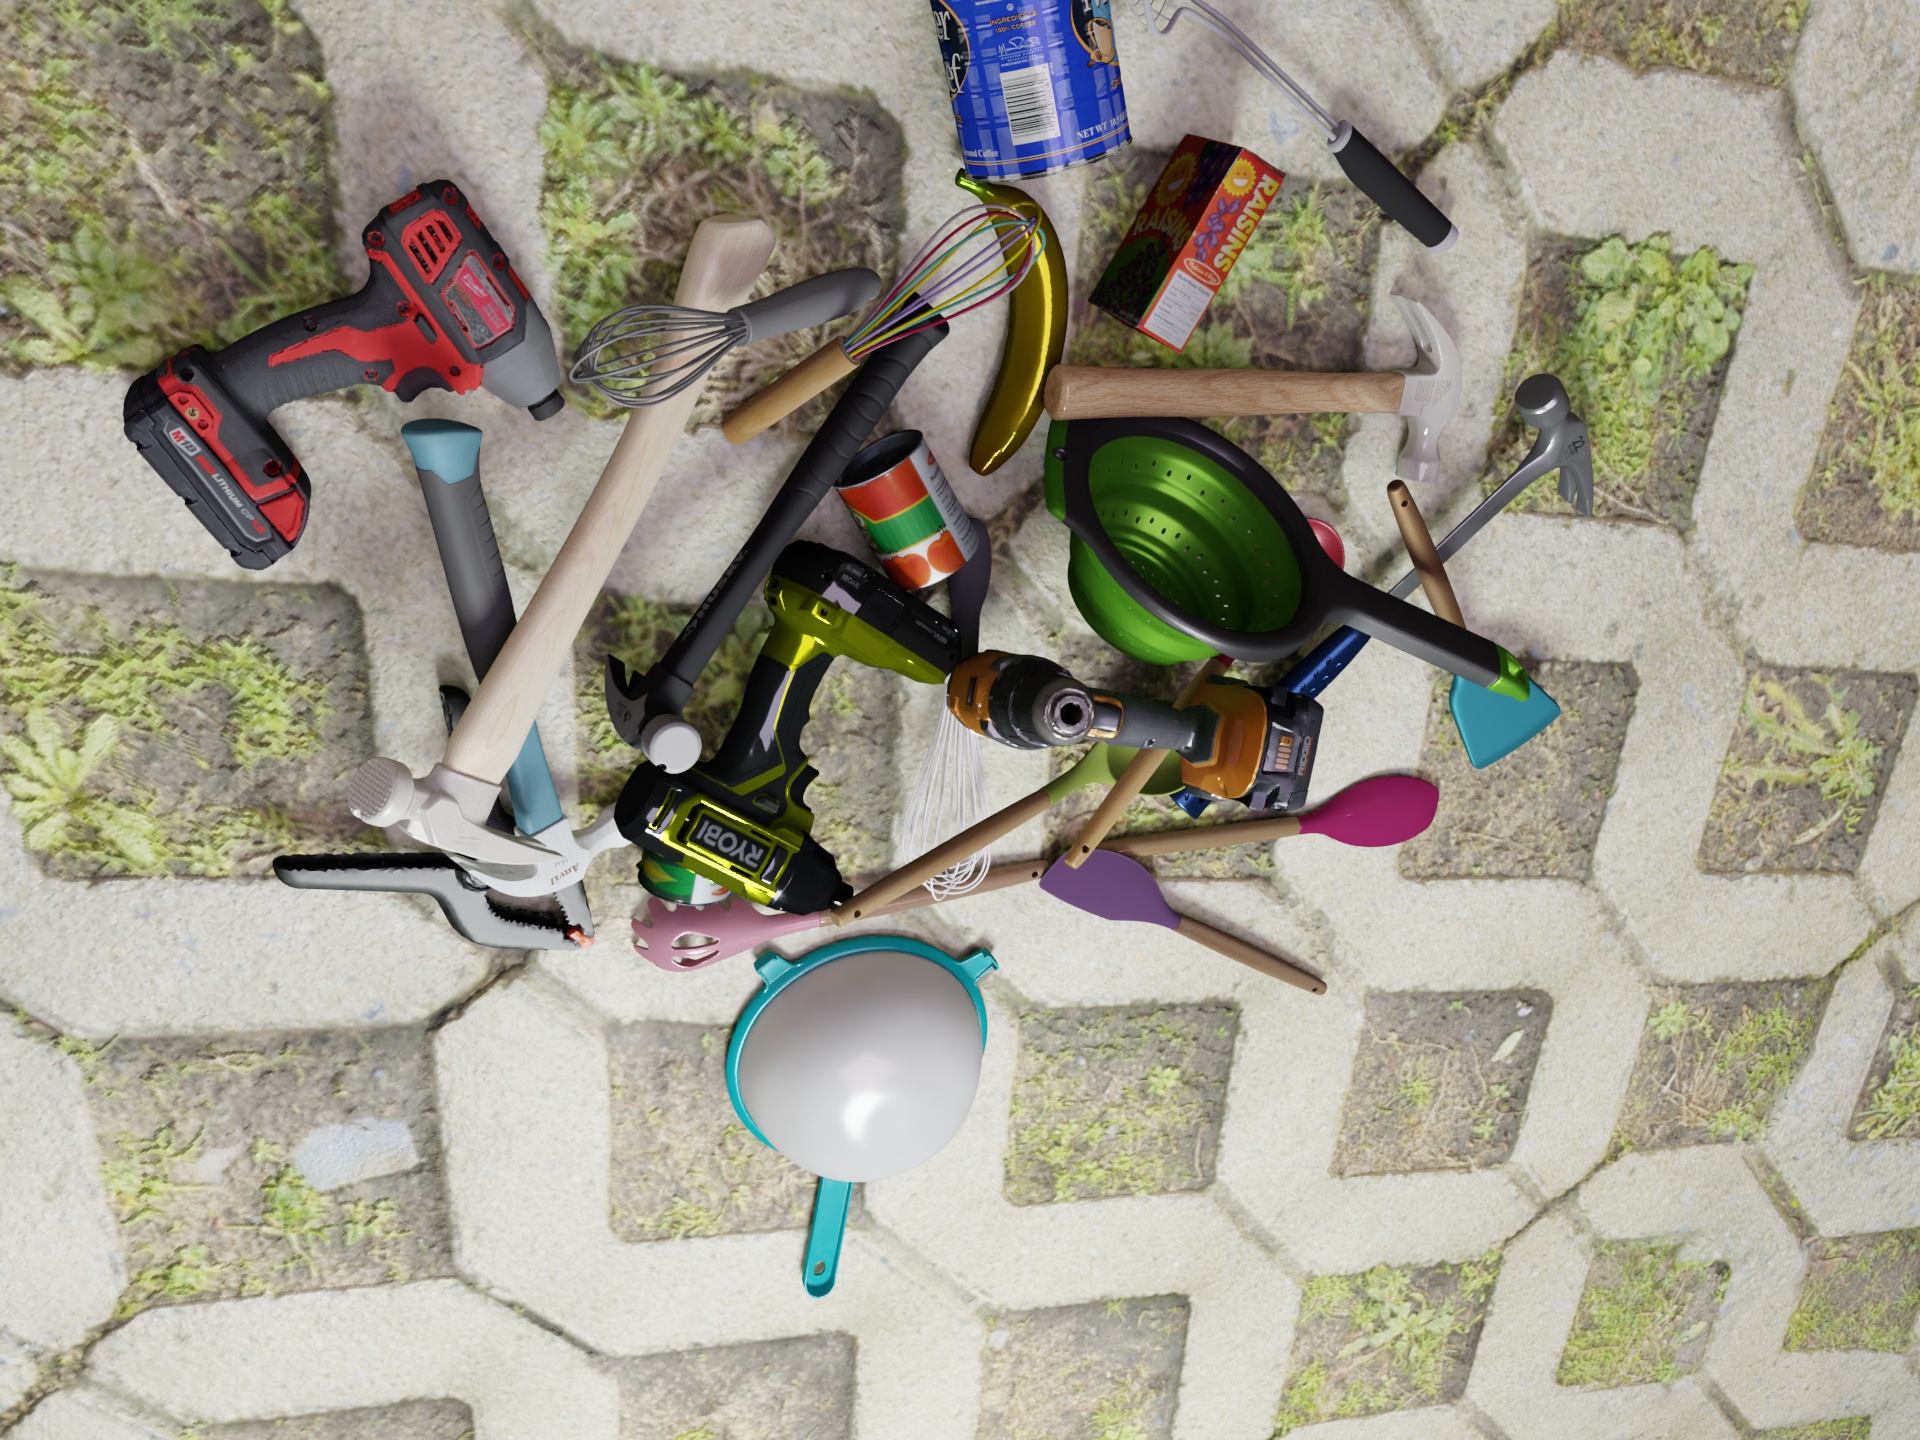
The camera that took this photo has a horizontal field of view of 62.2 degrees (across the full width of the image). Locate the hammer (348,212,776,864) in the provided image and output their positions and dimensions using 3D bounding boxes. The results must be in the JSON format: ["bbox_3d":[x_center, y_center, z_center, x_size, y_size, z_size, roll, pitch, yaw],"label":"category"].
[{"bbox_3d":[-0.208,-0.109,0.946,0.146,0.038,0.410,31,84,-56],"label":"hammer"}]

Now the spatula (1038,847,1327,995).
[{"bbox_3d":[0.193,0.169,1.290,0.315,0.018,0.059,28,115,-31],"label":"spatula"}]

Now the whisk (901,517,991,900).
[{"bbox_3d":[-0.002,-0.003,1.122,0.070,0.070,0.284,-3,111,-19],"label":"whisk"}]

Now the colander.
[{"bbox_3d":[0.212,-0.076,1.098,0.397,0.205,0.094,22,137,-17],"label":"colander"}]

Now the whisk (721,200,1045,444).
[{"bbox_3d":[-0.049,-0.235,0.953,0.245,0.047,0.051,-28,164,27],"label":"whisk"}]

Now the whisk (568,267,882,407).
[{"bbox_3d":[-0.126,-0.229,0.914,0.239,0.055,0.055,-33,128,-42],"label":"whisk"}]

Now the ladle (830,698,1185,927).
[{"bbox_3d":[0.047,0.070,1.118,0.320,0.062,0.078,-28,123,-30],"label":"ladle"}]

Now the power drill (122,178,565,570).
[{"bbox_3d":[-0.339,-0.188,0.899,0.219,0.079,0.143,-35,122,-4],"label":"power drill"}]

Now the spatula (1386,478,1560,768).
[{"bbox_3d":[0.370,-0.073,1.179,0.082,0.044,0.317,-36,137,7],"label":"spatula"}]

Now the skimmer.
[{"bbox_3d":[0.218,-0.407,0.983,0.363,0.090,0.127,29,71,-31],"label":"skimmer"}]

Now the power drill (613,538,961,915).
[{"bbox_3d":[-0.101,0.011,1.042,0.171,0.080,0.223,31,84,-30],"label":"power drill"}]

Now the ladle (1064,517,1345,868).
[{"bbox_3d":[0.172,-0.020,1.143,0.069,0.031,0.315,41,78,-11],"label":"ladle"}]

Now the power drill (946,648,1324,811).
[{"bbox_3d":[0.117,0.002,1.024,0.226,0.185,0.084,11,92,-15],"label":"power drill"}]

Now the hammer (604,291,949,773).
[{"bbox_3d":[-0.113,-0.127,0.998,0.035,0.146,0.335,35,88,-31],"label":"hammer"}]

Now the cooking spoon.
[{"bbox_3d":[0.247,0.088,1.276,0.318,0.017,0.068,-6,119,-17],"label":"cooking spoon"}]

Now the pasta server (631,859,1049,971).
[{"bbox_3d":[-0.082,0.136,1.178,0.316,0.040,0.060,-10,118,-20],"label":"pasta server"}]

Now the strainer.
[{"bbox_3d":[-0.078,0.335,1.234,0.211,0.095,0.340,3,112,-21],"label":"strainer"}]

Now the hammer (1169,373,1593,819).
[{"bbox_3d":[0.314,-0.074,1.200,0.405,0.035,0.143,-45,138,9],"label":"hammer"}]

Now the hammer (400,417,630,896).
[{"bbox_3d":[-0.277,-0.030,0.964,0.128,0.033,0.330,-33,133,-35],"label":"hammer"}]

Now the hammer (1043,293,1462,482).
[{"bbox_3d":[0.207,-0.226,1.082,0.331,0.031,0.130,-5,114,-26],"label":"hammer"}]
